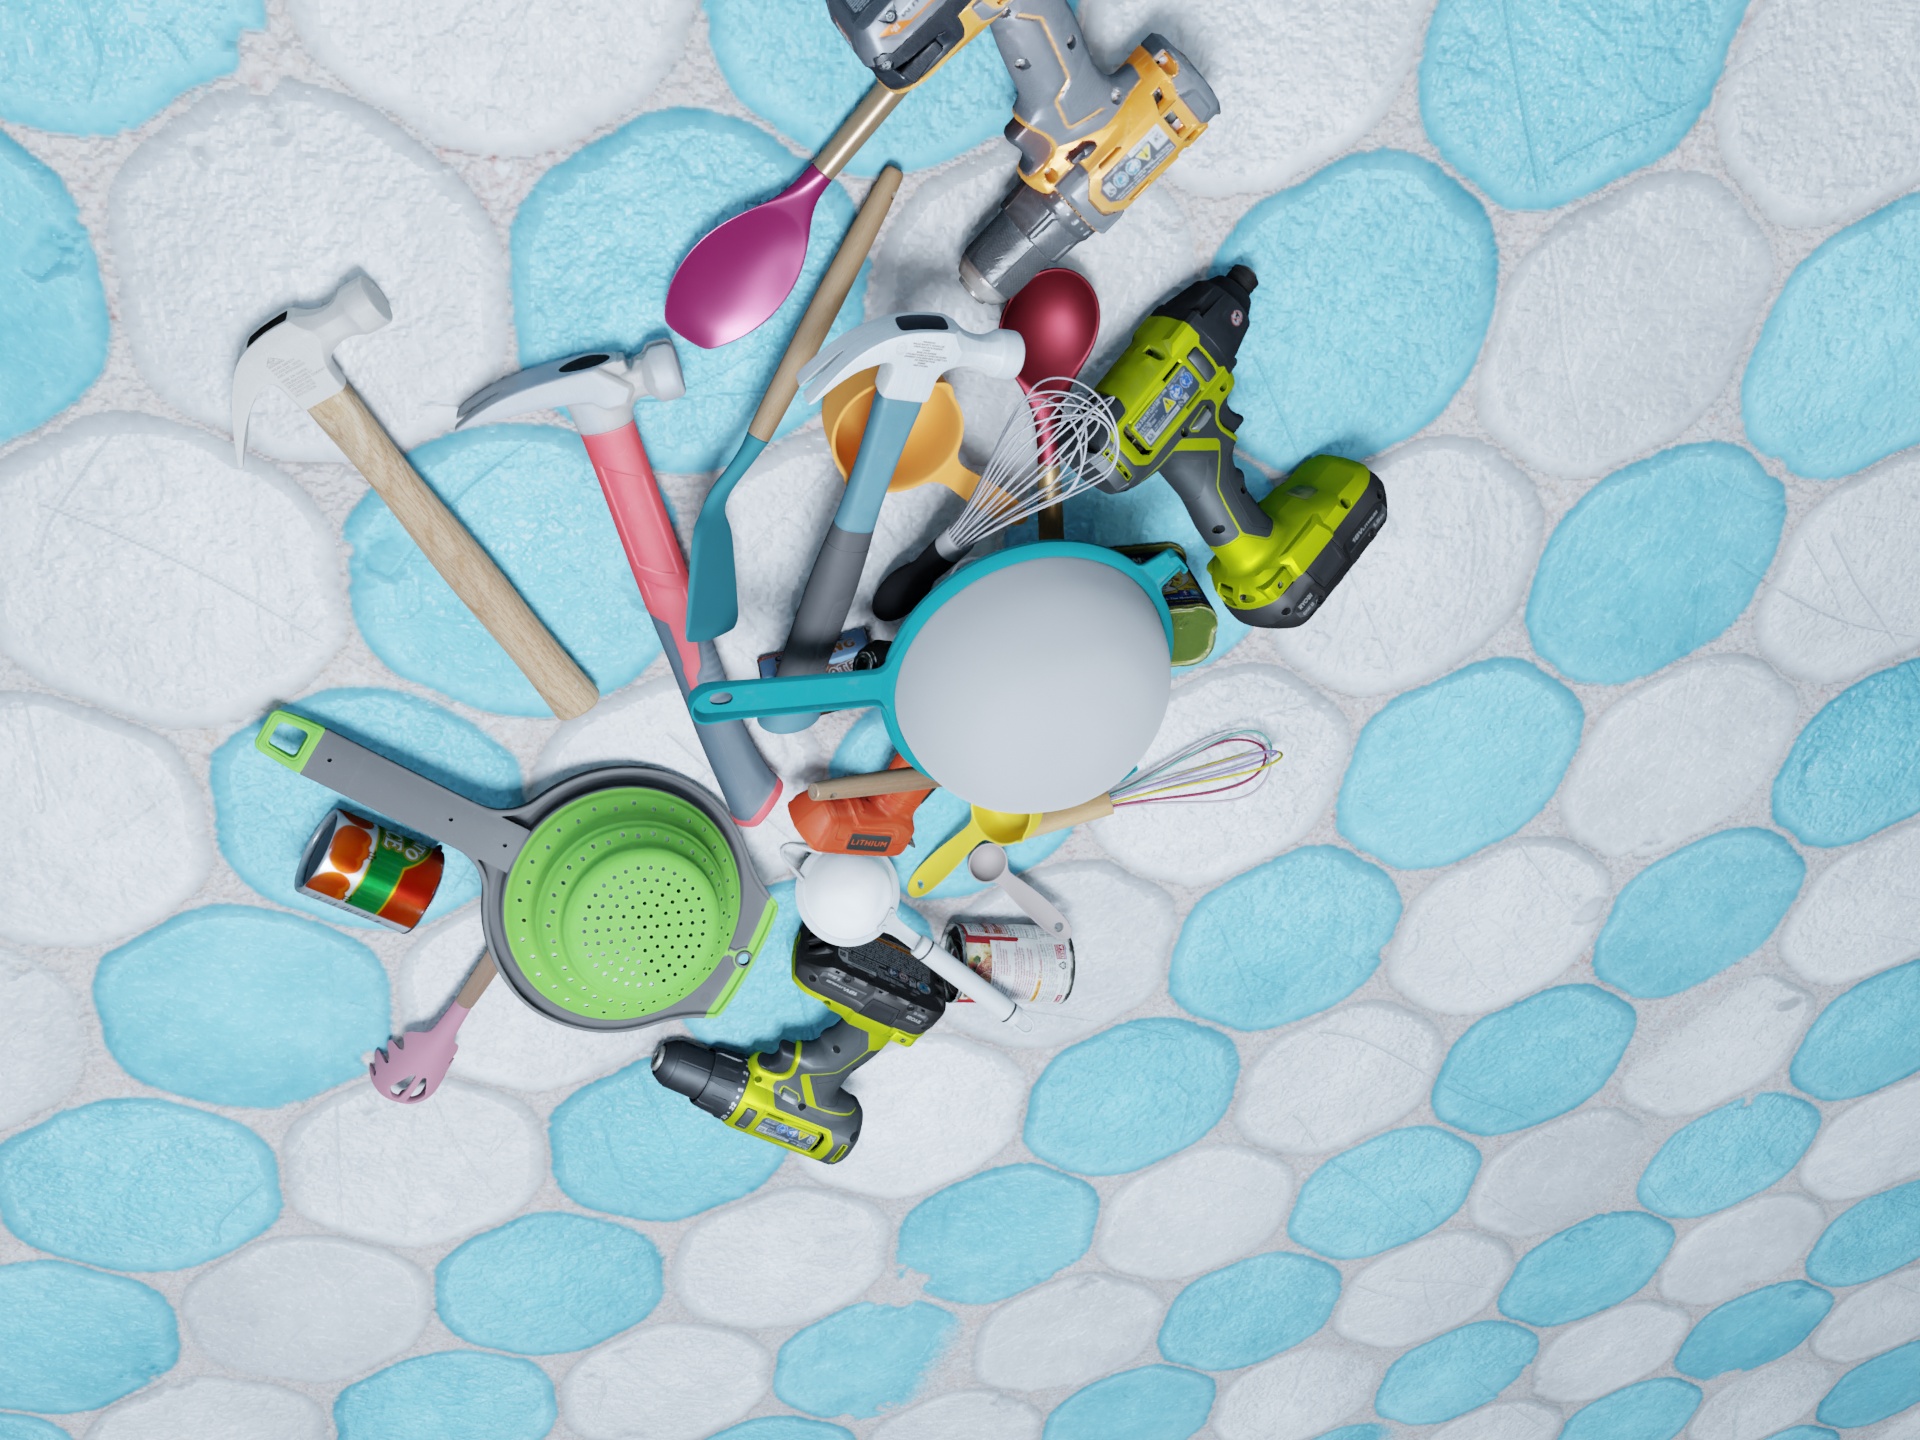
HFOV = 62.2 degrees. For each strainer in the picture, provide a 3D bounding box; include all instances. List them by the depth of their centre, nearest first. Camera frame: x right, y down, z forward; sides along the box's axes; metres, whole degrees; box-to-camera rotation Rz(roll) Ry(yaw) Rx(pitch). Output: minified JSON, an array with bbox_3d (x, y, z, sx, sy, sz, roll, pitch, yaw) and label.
[{"bbox_3d":[-0.002,-0.003,1.041,0.340,0.095,0.210,-5,129,-19],"label":"strainer"},{"bbox_3d":[-0.036,0.176,1.278,0.258,0.050,0.087,39,70,-15],"label":"strainer"}]

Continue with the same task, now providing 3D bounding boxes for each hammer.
[{"bbox_3d":[-0.339,-0.119,1.030,0.130,0.031,0.331,-26,129,5],"label":"hammer"},{"bbox_3d":[-0.072,-0.117,1.039,0.128,0.033,0.330,3,132,-25],"label":"hammer"},{"bbox_3d":[-0.211,-0.070,1.097,0.143,0.038,0.385,-15,129,-2],"label":"hammer"}]

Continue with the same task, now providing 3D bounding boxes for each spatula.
[{"bbox_3d":[-0.106,-0.197,1.004,0.044,0.082,0.317,32,107,8],"label":"spatula"},{"bbox_3d":[0.018,0.038,1.182,0.315,0.018,0.059,-5,131,-41],"label":"spatula"}]

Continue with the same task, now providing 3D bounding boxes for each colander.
[{"bbox_3d":[-0.303,0.101,1.125,0.396,0.094,0.204,31,84,-23],"label":"colander"}]

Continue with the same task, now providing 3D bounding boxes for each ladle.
[{"bbox_3d":[0.063,-0.151,1.085,0.069,0.031,0.315,-9,118,-11],"label":"ladle"}]

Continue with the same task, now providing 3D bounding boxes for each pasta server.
[{"bbox_3d":[-0.382,0.200,1.266,0.060,0.040,0.316,26,112,-30],"label":"pasta server"}]

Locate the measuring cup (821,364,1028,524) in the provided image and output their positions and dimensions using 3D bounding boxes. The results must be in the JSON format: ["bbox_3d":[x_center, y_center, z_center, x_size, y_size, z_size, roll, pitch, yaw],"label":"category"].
[{"bbox_3d":[-0.019,-0.183,1.058,0.095,0.052,0.173,-42,136,21],"label":"measuring cup"}]

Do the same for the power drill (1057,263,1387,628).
[{"bbox_3d":[0.188,-0.182,1.082,0.223,0.080,0.171,41,86,-33],"label":"power drill"}]

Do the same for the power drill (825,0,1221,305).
[{"bbox_3d":[0.023,-0.352,0.906,0.185,0.084,0.226,-42,139,18],"label":"power drill"}]

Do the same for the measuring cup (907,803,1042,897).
[{"bbox_3d":[0.010,0.097,1.287,0.029,0.062,0.156,-16,157,-52],"label":"measuring cup"}]

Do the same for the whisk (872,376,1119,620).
[{"bbox_3d":[0.013,-0.131,1.038,0.070,0.070,0.284,16,149,-25],"label":"whisk"}]

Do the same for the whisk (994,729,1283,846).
[{"bbox_3d":[0.143,0.059,1.288,0.245,0.047,0.051,-17,130,2],"label":"whisk"}]

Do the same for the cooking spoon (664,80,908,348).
[{"bbox_3d":[-0.065,-0.345,0.940,0.319,0.017,0.068,-44,133,19],"label":"cooking spoon"}]

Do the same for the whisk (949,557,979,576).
[{"bbox_3d":[0.072,-0.047,1.184,0.058,0.059,0.246,-8,149,44],"label":"whisk"}]

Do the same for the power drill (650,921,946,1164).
[{"bbox_3d":[-0.136,0.270,1.350,0.190,0.080,0.228,27,119,-19],"label":"power drill"}]

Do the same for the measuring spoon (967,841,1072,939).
[{"bbox_3d":[0.050,0.144,1.329,0.034,0.018,0.124,-48,114,-4],"label":"measuring spoon"}]
